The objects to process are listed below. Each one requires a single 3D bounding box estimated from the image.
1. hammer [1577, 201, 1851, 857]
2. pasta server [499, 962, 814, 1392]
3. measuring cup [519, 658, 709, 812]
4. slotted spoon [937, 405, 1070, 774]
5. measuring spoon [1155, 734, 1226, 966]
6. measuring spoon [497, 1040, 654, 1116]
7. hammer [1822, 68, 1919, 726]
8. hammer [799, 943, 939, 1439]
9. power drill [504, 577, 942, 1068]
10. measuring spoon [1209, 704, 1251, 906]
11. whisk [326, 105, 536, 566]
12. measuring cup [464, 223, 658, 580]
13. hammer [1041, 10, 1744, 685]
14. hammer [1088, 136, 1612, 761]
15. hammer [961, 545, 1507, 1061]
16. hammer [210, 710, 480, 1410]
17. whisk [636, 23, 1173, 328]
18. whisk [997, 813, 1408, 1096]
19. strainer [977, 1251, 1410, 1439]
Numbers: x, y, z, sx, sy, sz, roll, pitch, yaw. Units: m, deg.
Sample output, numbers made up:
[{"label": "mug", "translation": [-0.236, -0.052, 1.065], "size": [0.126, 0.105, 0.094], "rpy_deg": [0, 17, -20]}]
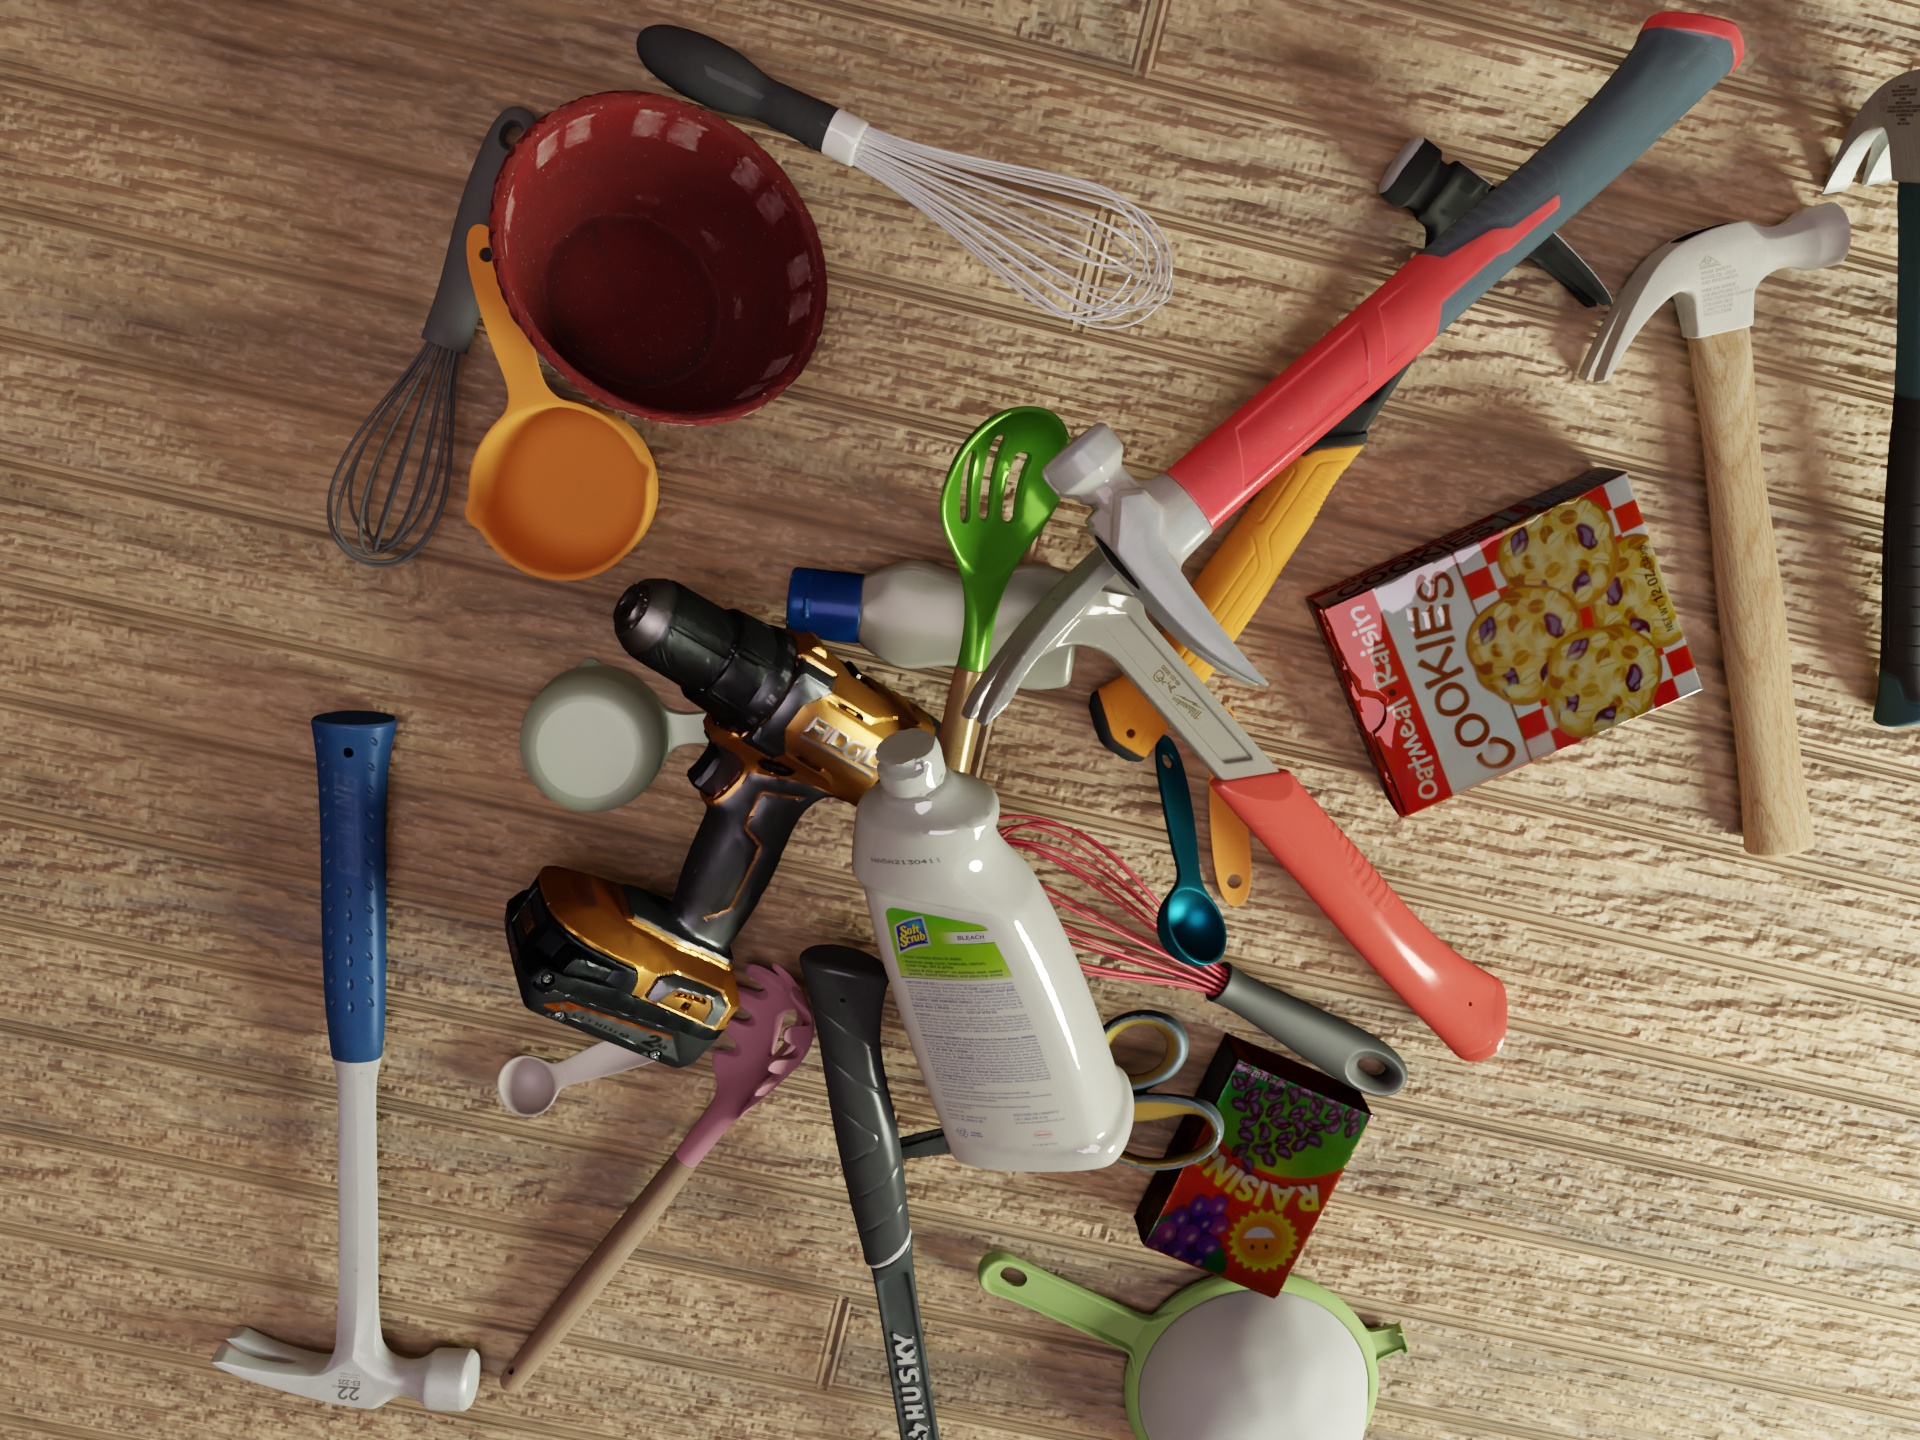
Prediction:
[{"label": "hammer", "translation": [0.403, -0.086, 0.823], "size": [0.130, 0.031, 0.331], "rpy_deg": [-13, 103, 2]}, {"label": "pasta server", "translation": [-0.175, 0.264, 0.892], "size": [0.040, 0.060, 0.316], "rpy_deg": [26, 107, -44]}, {"label": "measuring cup", "translation": [-0.148, 0.009, 0.833], "size": [0.167, 0.038, 0.083], "rpy_deg": [-3, 103, 1]}, {"label": "slotted spoon", "translation": [-0.001, -0.003, 0.785], "size": [0.070, 0.031, 0.313], "rpy_deg": [-3, 113, -35]}, {"label": "measuring spoon", "translation": [0.111, 0.069, 0.831], "size": [0.042, 0.129, 0.021], "rpy_deg": [14, 147, -34]}, {"label": "measuring spoon", "translation": [-0.197, 0.187, 0.882], "size": [0.124, 0.018, 0.034], "rpy_deg": [-20, 89, 4]}, {"label": "hammer", "translation": [0.470, -0.146, 0.777], "size": [0.033, 0.128, 0.330], "rpy_deg": [-10, 112, 2]}, {"label": "hammer", "translation": [-0.042, 0.308, 0.882], "size": [0.149, 0.036, 0.408], "rpy_deg": [-7, 110, 3]}, {"label": "power drill", "translation": [-0.138, 0.048, 0.796], "size": [0.185, 0.084, 0.226], "rpy_deg": [33, 100, -35]}, {"label": "measuring spoon", "translation": [0.144, 0.046, 0.862], "size": [0.021, 0.011, 0.117], "rpy_deg": [-8, 106, 2]}, {"label": "whisk", "translation": [-0.258, -0.188, 0.787], "size": [0.055, 0.055, 0.239], "rpy_deg": [22, 97, -5]}, {"label": "measuring cup", "translation": [-0.207, -0.157, 0.790], "size": [0.095, 0.052, 0.173], "rpy_deg": [-15, 101, 3]}, {"label": "hammer", "translation": [0.227, -0.186, 0.744], "size": [0.386, 0.038, 0.143], "rpy_deg": [-41, 96, -4]}, {"label": "hammer", "translation": [0.180, -0.117, 0.812], "size": [0.127, 0.034, 0.337], "rpy_deg": [33, 100, -7]}, {"label": "hammer", "translation": [0.164, 0.061, 0.815], "size": [0.149, 0.037, 0.358], "rpy_deg": [-46, 110, -9]}, {"label": "hammer", "translation": [-0.338, 0.195, 0.875], "size": [0.144, 0.035, 0.405], "rpy_deg": [4, 103, -2]}, {"label": "whisk", "translation": [-0.027, -0.266, 0.766], "size": [0.284, 0.070, 0.070], "rpy_deg": [25, 101, -2]}, {"label": "whisk", "translation": [0.123, 0.133, 0.859], "size": [0.295, 0.073, 0.073], "rpy_deg": [30, 101, -14]}, {"label": "strainer", "translation": [0.125, 0.374, 0.903], "size": [0.256, 0.069, 0.151], "rpy_deg": [27, 101, -8]}]
